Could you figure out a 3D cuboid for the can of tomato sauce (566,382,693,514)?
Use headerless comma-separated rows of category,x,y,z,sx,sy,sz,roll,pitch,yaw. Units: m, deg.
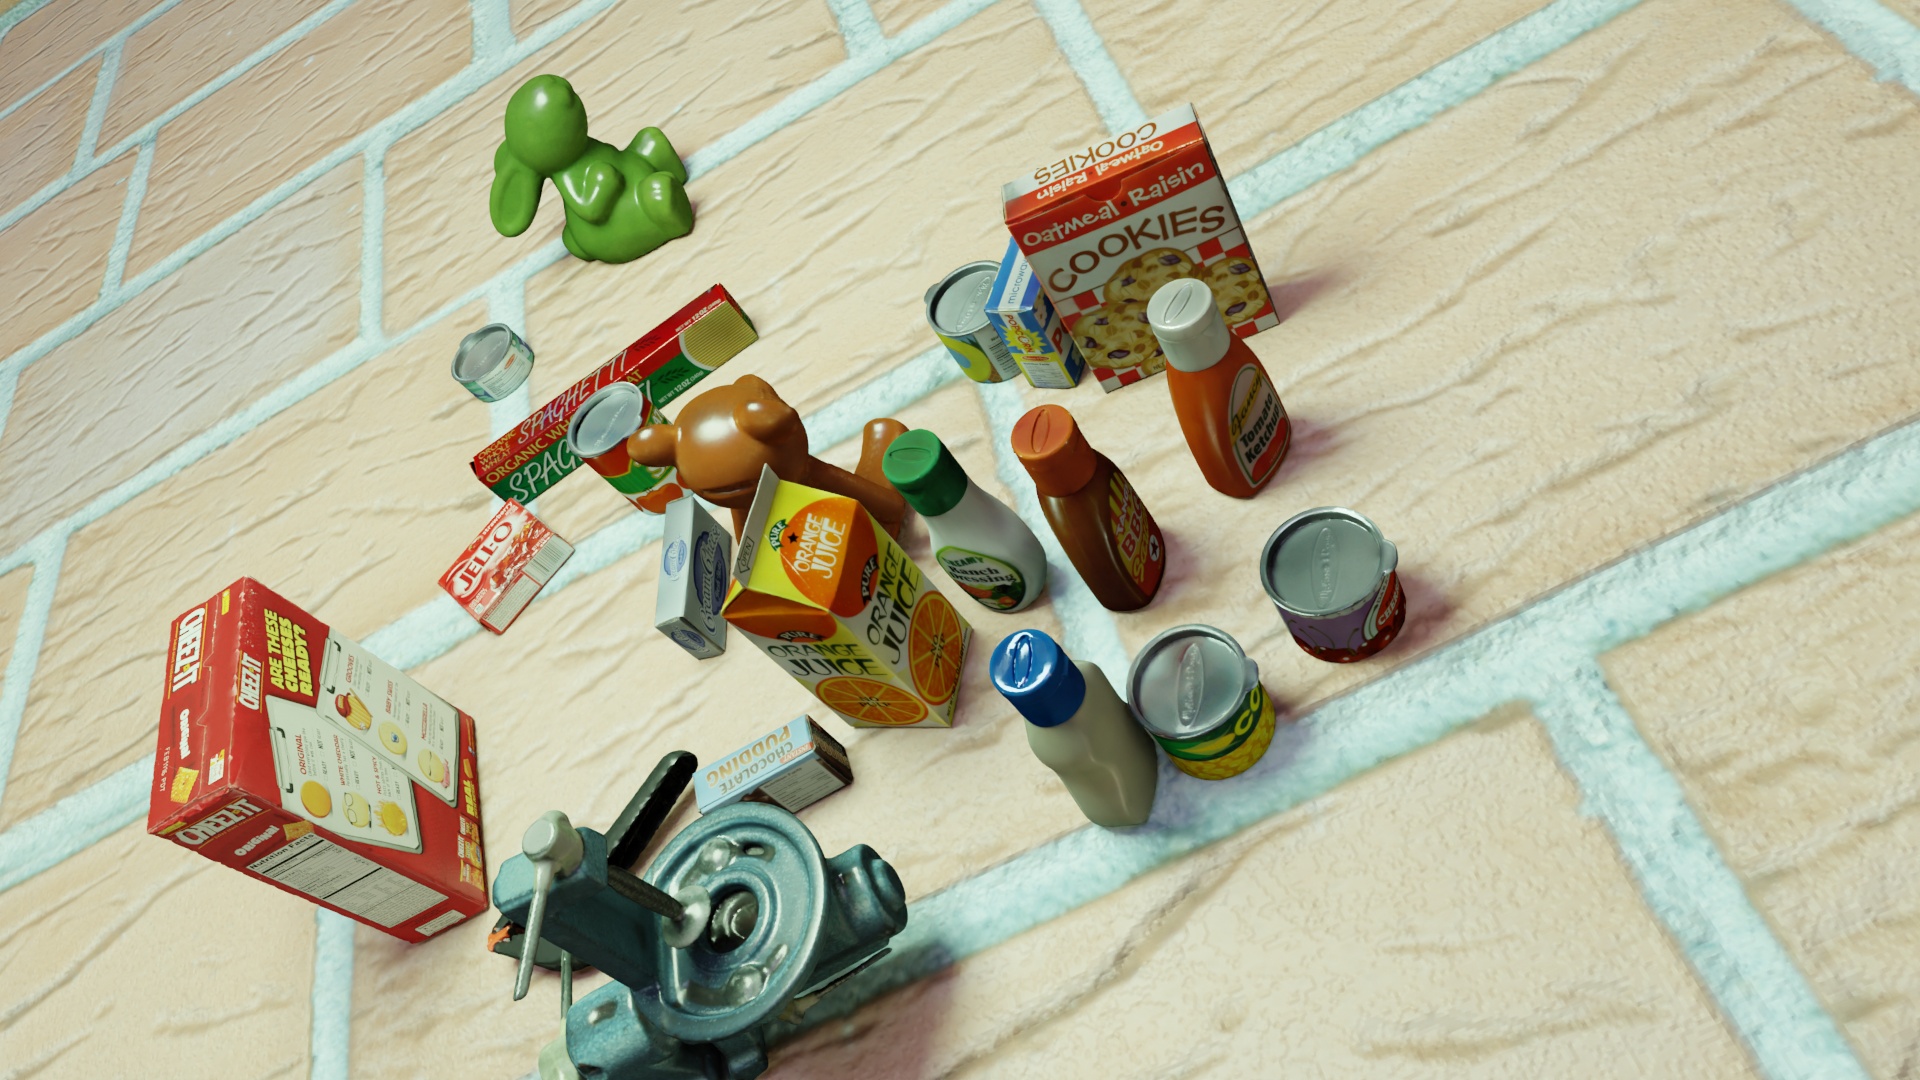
can of tomato sauce,-0.239,-0.067,1.037,0.071,0.083,0.071,-15,53,20

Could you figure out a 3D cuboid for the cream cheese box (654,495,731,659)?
cream cheese box,-0.184,0.026,0.961,0.024,0.053,0.104,-17,52,19

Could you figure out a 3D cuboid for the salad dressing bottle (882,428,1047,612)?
salad dressing bottle,0.003,-0.010,0.819,0.064,0.147,0.044,3,60,31

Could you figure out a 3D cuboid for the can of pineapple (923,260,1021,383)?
can of pineapple,0.017,-0.153,0.970,0.071,0.057,0.071,-15,53,20

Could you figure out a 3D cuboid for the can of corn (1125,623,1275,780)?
can of corn,0.131,0.086,0.739,0.071,0.058,0.071,-15,53,20

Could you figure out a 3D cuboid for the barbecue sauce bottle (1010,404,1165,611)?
barbecue sauce bottle,0.073,-0.020,0.786,0.043,0.148,0.065,-5,57,27

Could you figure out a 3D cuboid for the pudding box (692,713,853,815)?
pudding box,-0.114,0.144,0.842,0.083,0.049,0.030,-29,49,9

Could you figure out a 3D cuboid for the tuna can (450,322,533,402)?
tuna can,-0.417,-0.159,1.234,0.071,0.032,0.071,-15,53,20

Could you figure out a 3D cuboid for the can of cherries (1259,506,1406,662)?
can of cherries,0.202,0.025,0.742,0.071,0.058,0.072,-15,53,20

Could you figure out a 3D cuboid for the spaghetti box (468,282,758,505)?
spaghetti box,-0.277,-0.113,1.113,0.250,0.050,0.029,-35,48,4

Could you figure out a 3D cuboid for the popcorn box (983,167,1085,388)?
popcorn box,0.065,-0.178,0.943,0.038,0.085,0.127,3,60,31

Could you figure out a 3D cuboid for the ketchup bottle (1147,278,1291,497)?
ketchup bottle,0.146,-0.088,0.792,0.043,0.148,0.065,20,70,37

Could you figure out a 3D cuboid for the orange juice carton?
orange juice carton,-0.070,0.037,0.797,0.073,0.192,0.072,-4,57,27

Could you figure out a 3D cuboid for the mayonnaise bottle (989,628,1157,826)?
mayonnaise bottle,0.060,0.094,0.713,0.041,0.147,0.065,-9,55,25

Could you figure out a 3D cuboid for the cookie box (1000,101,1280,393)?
cookie box,0.114,-0.174,0.857,0.123,0.167,0.040,-21,51,16
